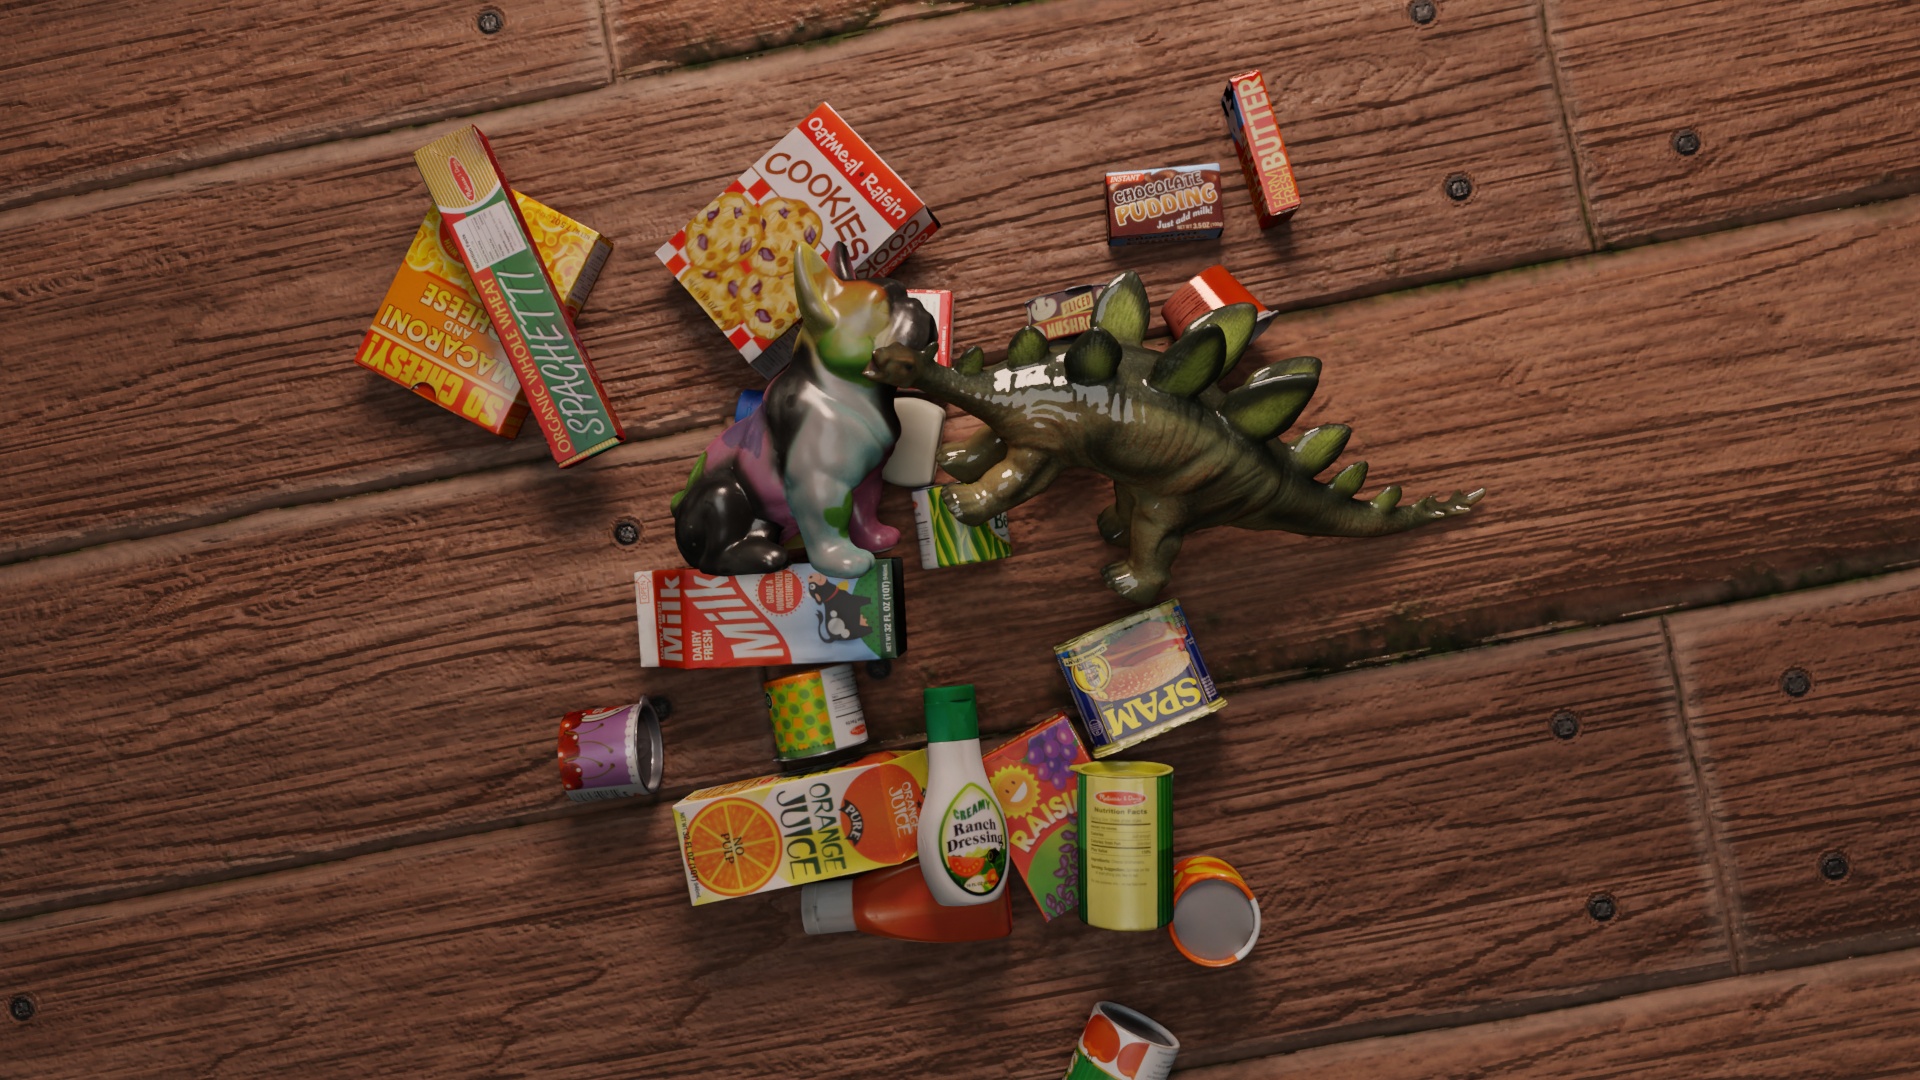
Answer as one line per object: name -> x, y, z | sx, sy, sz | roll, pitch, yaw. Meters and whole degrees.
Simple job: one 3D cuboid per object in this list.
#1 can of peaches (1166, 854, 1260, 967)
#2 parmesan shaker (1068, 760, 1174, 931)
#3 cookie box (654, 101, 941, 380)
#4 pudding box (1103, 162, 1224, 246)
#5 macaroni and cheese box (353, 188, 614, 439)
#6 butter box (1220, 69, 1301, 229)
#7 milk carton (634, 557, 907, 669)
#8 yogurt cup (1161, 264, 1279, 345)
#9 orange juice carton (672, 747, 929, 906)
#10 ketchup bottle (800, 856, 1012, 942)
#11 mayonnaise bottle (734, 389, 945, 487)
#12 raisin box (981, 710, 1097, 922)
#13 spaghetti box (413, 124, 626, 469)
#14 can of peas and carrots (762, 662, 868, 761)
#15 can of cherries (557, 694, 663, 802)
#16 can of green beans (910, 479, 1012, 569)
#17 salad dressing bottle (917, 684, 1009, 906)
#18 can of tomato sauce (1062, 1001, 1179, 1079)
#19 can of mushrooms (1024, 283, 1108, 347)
can of peaches -> 0.174, 0.262, 0.984 | 0.071, 0.058, 0.071 | 0, 89, 2
parmesan shaker -> 0.109, 0.206, 0.946 | 0.071, 0.071, 0.103 | 0, 90, 3
cookie box -> -0.117, -0.216, 1.001 | 0.167, 0.040, 0.123 | -42, 70, 1
pudding box -> 0.148, -0.244, 1.011 | 0.084, 0.030, 0.049 | -4, 88, 2
macaroni and cheese box -> -0.352, -0.176, 1.025 | 0.124, 0.040, 0.166 | 27, 90, 3
butter box -> 0.215, -0.279, 0.997 | 0.024, 0.053, 0.103 | -17, 88, 4
milk carton -> -0.137, 0.052, 0.994 | 0.191, 0.073, 0.072 | -4, 90, 3
yogurt cup -> 0.180, -0.159, 0.992 | 0.072, 0.072, 0.054 | -36, 80, 2
orange juice carton -> -0.099, 0.199, 0.990 | 0.193, 0.073, 0.072 | -12, 88, 2
ketchup bottle -> -0.039, 0.259, 1.000 | 0.149, 0.043, 0.064 | -6, 88, 2
mayonnaise bottle -> -0.088, -0.081, 1.012 | 0.148, 0.041, 0.064 | 11, 96, 4
raisin box -> 0.068, 0.197, 1.000 | 0.086, 0.040, 0.123 | -29, 87, 2
spaghetti box -> -0.312, -0.171, 0.988 | 0.050, 0.028, 0.250 | -25, 88, 1
can of peas and carrots -> -0.106, 0.122, 0.996 | 0.071, 0.071, 0.058 | -13, 88, 2
can of cherries -> -0.252, 0.150, 1.001 | 0.058, 0.071, 0.071 | -7, 89, 4
can of green beans -> 0.001, -0.012, 0.994 | 0.071, 0.071, 0.058 | -9, 89, 2
salad dressing bottle -> -0.001, 0.174, 0.960 | 0.064, 0.044, 0.147 | -3, 83, -28
can of tomato sauce -> 0.107, 0.378, 0.981 | 0.071, 0.071, 0.083 | 24, 89, 3
can of mushrooms -> 0.081, -0.160, 0.991 | 0.071, 0.071, 0.033 | -10, 90, 2
